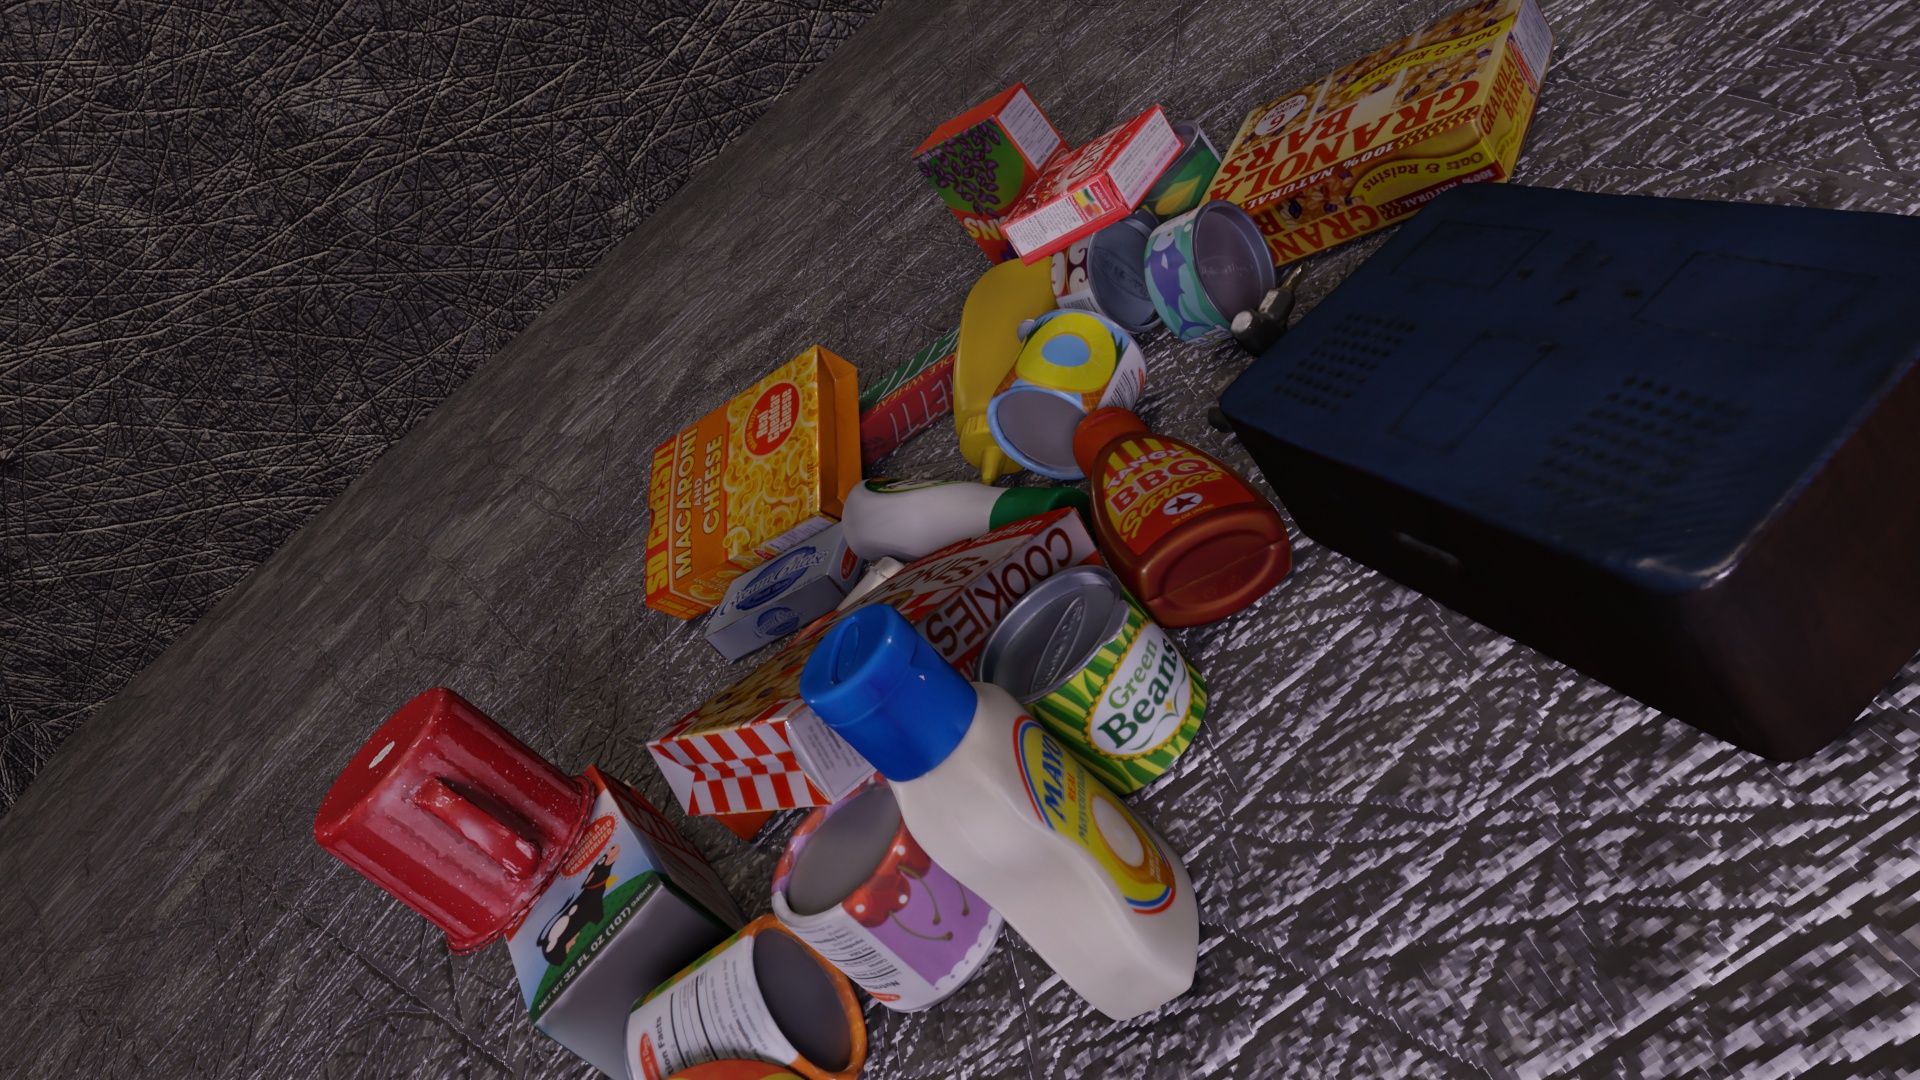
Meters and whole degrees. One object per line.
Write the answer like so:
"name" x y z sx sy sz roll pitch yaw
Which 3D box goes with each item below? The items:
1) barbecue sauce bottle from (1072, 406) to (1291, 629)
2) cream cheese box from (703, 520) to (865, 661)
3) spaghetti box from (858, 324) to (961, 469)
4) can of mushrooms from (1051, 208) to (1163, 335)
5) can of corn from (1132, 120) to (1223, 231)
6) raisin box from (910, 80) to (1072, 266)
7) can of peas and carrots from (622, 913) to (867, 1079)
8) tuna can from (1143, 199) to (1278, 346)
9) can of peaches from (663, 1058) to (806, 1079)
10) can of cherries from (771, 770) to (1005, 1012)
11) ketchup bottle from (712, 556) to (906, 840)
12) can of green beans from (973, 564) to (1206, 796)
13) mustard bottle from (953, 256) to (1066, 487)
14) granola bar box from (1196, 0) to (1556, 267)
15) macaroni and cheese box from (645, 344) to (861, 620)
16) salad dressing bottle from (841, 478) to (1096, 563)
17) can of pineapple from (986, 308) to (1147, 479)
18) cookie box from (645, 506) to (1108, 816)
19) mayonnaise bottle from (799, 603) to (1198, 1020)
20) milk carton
"barbecue sauce bottle" 0.083 -0.017 0.586 0.065 0.043 0.149 -25 25 0
"cream cheese box" -0.100 0.029 0.812 0.103 0.024 0.054 -27 28 31
"spaghetti box" -0.019 -0.100 0.890 0.249 0.028 0.050 -31 28 25
"can of mushrooms" 0.085 -0.146 0.762 0.033 0.071 0.071 -8 42 54
"can of corn" 0.122 -0.193 0.793 0.071 0.058 0.071 -34 26 20
"raisin box" 0.040 -0.215 0.873 0.086 0.123 0.040 -9 40 51
"can of peas and carrots" -0.074 0.176 0.494 0.058 0.071 0.071 -36 25 14
"tuna can" 0.124 -0.128 0.683 0.032 0.071 0.071 -16 36 47
"can of peaches" -0.075 0.207 0.436 0.071 0.071 0.058 -37 24 14
"can of cherries" -0.025 0.125 0.506 0.071 0.058 0.072 -34 27 20
"ketchup bottle" -0.073 0.073 0.677 0.149 0.043 0.065 -49 26 -12
"can of green beans" 0.048 0.052 0.513 0.071 0.057 0.071 -34 26 19
"mustard bottle" 0.026 -0.086 0.764 0.065 0.048 0.161 -8 51 28
"granola bar box" 0.206 -0.201 0.705 0.165 0.039 0.125 -14 37 46
"macaroni and cheese box" -0.136 -0.035 0.895 0.166 0.040 0.124 -26 54 33
"salad dressing bottle" 0.002 -0.009 0.684 0.147 0.064 0.044 3 91 48
"can of pineapple" 0.051 -0.073 0.695 0.071 0.071 0.058 -16 37 45
"cookie box" -0.033 0.049 0.580 0.168 0.040 0.122 -35 10 -37
"mayonnaise bottle" 0.014 0.079 0.413 0.041 0.148 0.065 -33 27 22
"milk carton" -0.153 0.163 0.619 0.072 0.073 0.190 -48 25 -9
